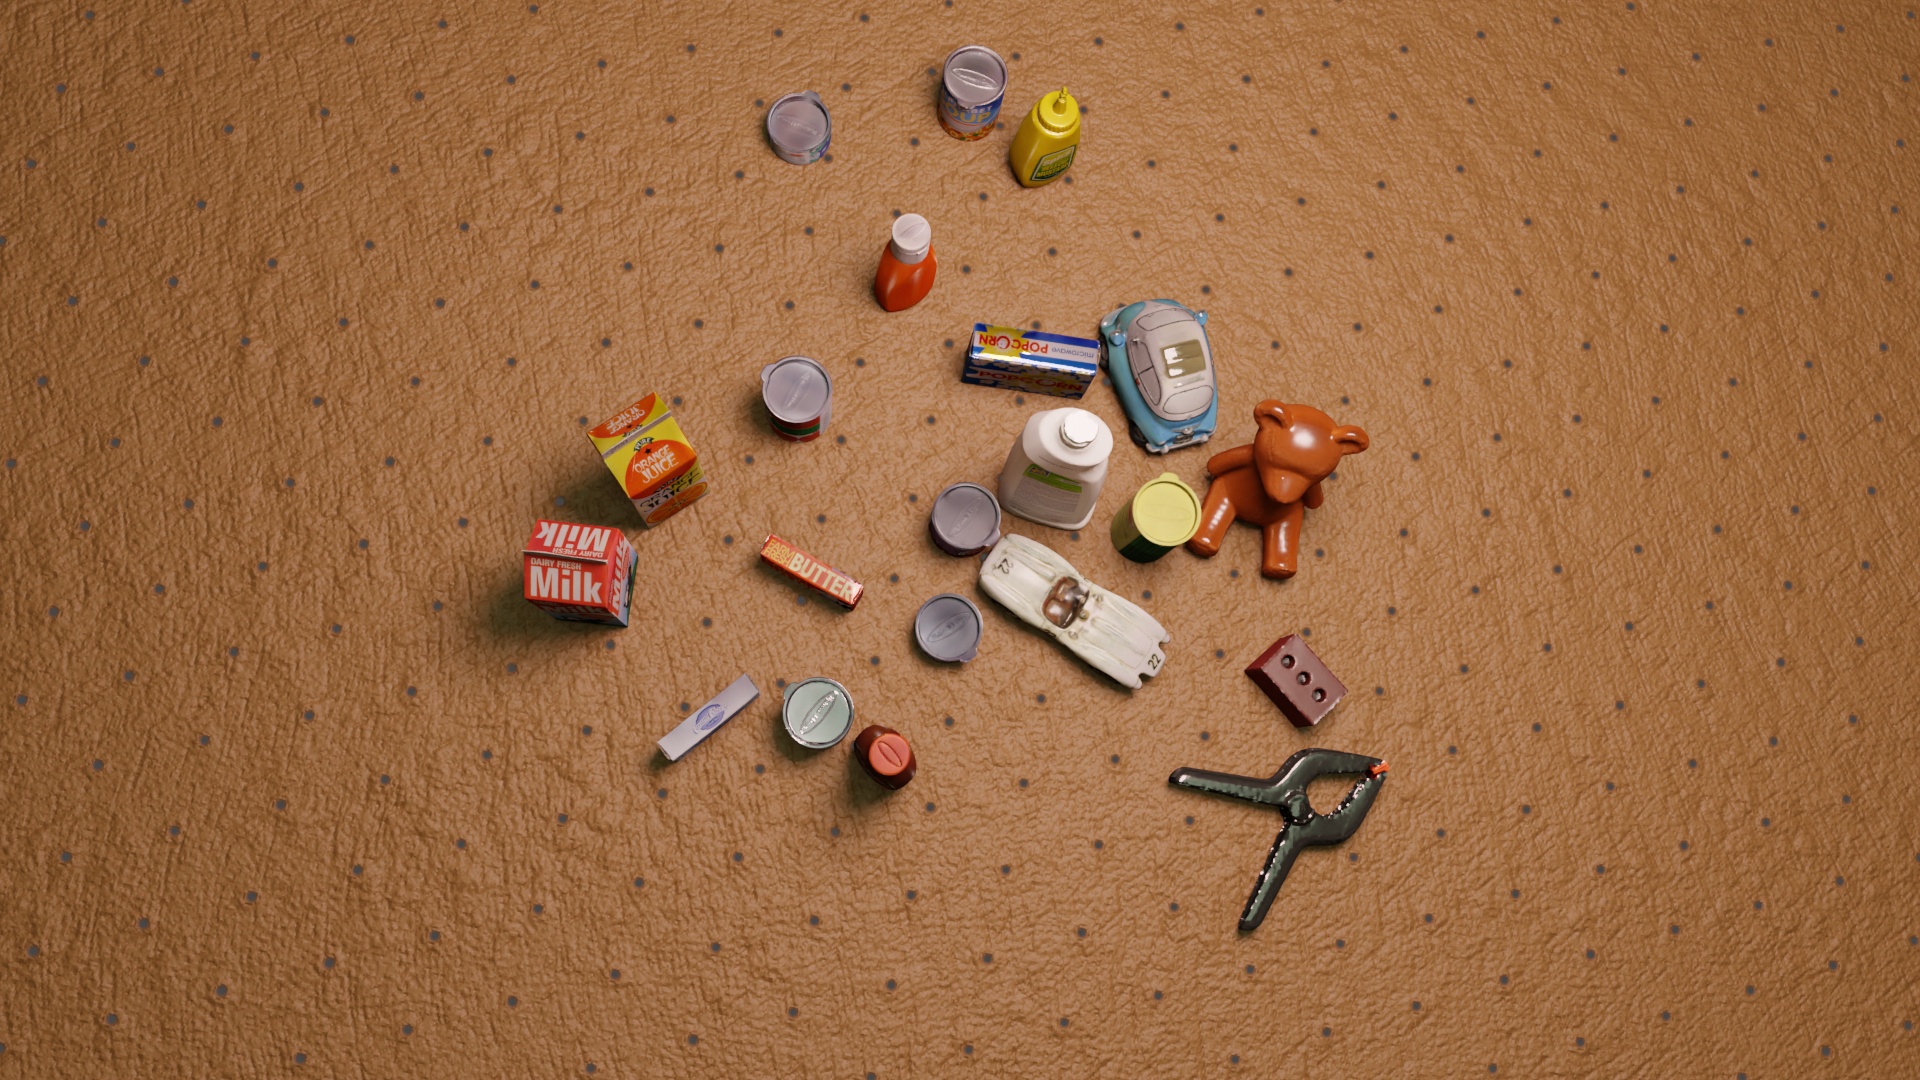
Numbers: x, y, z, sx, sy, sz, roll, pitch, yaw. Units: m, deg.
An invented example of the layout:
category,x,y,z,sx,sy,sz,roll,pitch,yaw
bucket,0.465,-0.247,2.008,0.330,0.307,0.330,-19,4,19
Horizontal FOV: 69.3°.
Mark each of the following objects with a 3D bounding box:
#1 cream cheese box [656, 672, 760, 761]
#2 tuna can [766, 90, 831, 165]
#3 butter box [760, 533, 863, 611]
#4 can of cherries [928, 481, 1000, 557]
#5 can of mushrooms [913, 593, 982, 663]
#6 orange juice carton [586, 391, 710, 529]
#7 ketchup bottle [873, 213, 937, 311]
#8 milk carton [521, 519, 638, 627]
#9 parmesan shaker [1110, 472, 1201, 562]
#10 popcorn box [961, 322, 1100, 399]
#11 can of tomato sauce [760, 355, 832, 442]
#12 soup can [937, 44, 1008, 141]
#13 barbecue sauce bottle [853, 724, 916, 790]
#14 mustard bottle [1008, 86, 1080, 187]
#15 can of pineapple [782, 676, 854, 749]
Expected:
category,x,y,z,sx,sy,sz,roll,pitch,yaw
cream cheese box,-0.234,0.166,1.300,0.104,0.053,0.024,-39,85,-11
tuna can,-0.165,-0.426,1.434,0.071,0.032,0.071,1,79,-5
butter box,-0.143,0.032,1.336,0.103,0.053,0.024,29,78,0
can of cherries,0.005,-0.017,1.358,0.071,0.058,0.071,1,79,-5
can of mushrooms,-0.011,0.088,1.348,0.071,0.033,0.071,1,79,-5
orange juice carton,-0.285,-0.075,1.271,0.072,0.192,0.073,-34,84,-10
ketchup bottle,-0.051,-0.272,1.356,0.065,0.148,0.043,-34,85,-10
milk carton,-0.340,0.029,1.247,0.072,0.190,0.073,7,79,-4
parmesan shaker,0.190,-0.021,1.354,0.071,0.103,0.071,1,79,-5
popcorn box,0.069,-0.177,1.382,0.127,0.085,0.038,8,79,-4
can of tomato sauce,-0.160,-0.137,1.352,0.071,0.083,0.071,1,79,-5
soup can,0.010,-0.457,1.431,0.071,0.083,0.071,1,79,-5
barbecue sauce bottle,-0.067,0.196,1.263,0.044,0.148,0.065,-41,86,-11
mustard bottle,0.089,-0.408,1.390,0.065,0.160,0.049,-23,83,-9
can of pineapple,-0.135,0.162,1.309,0.071,0.057,0.071,1,79,-5
